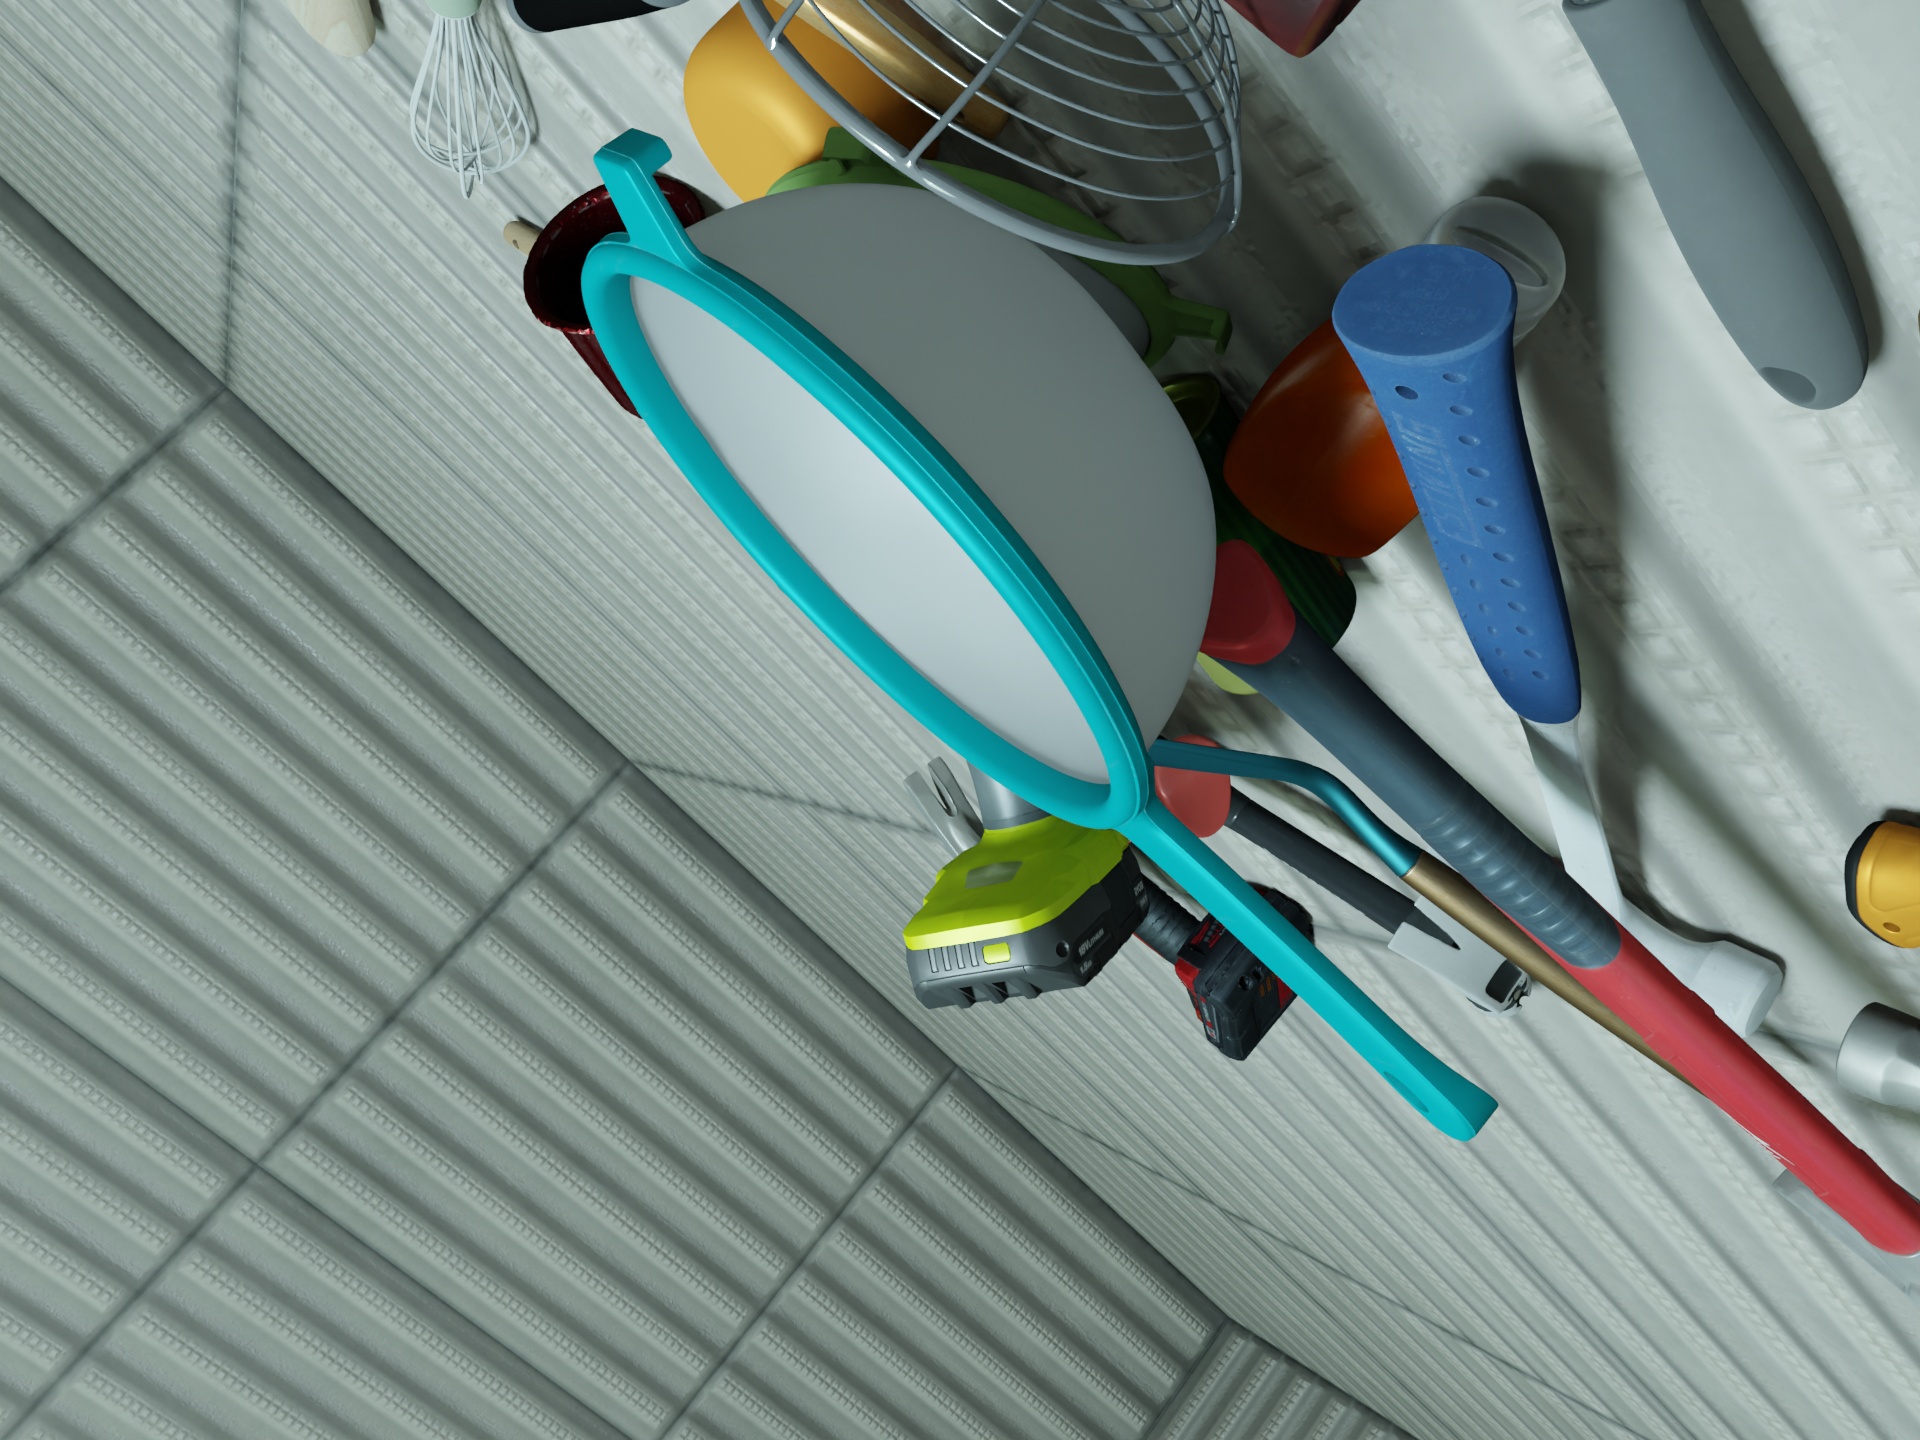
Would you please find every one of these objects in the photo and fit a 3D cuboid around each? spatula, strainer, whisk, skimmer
[{"bbox_3d":[0.199,0.082,0.652,0.317,0.044,0.082,35,172,0],"label":"spatula"},{"bbox_3d":[-0.028,-0.127,0.602,0.151,0.069,0.256,19,170,-24],"label":"strainer"},{"bbox_3d":[-0.224,-0.315,0.704,0.057,0.059,0.246,4,164,-12],"label":"whisk"},{"bbox_3d":[0.046,-0.030,0.449,0.340,0.095,0.211,44,169,0],"label":"strainer"},{"bbox_3d":[-0.063,-0.187,0.455,0.127,0.090,0.364,-4,-162,-34],"label":"skimmer"},{"bbox_3d":[0.135,-0.150,0.319,0.238,0.055,0.055,44,165,-29],"label":"whisk"}]

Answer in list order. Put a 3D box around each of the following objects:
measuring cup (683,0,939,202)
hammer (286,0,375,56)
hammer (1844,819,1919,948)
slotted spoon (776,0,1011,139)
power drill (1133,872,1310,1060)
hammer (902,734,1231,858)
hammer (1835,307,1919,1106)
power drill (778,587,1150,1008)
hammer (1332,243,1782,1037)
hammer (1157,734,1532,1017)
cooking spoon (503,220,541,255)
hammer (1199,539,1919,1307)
[{"bbox_3d":[-0.040,-0.188,0.597,0.095,0.052,0.173,25,156,44],"label":"measuring cup"},{"bbox_3d":[-0.265,-0.382,0.631,0.146,0.038,0.410,40,165,-5],"label":"hammer"},{"bbox_3d":[0.332,0.027,0.354,0.127,0.034,0.337,41,165,1],"label":"hammer"},{"bbox_3d":[-0.116,-0.281,0.503,0.313,0.031,0.070,33,165,-8],"label":"slotted spoon"},{"bbox_3d":[0.108,0.100,1.012,0.227,0.080,0.187,35,164,30],"label":"power drill"},{"bbox_3d":[0.055,0.053,0.867,0.149,0.037,0.359,55,162,3],"label":"hammer"},{"bbox_3d":[0.270,0.030,0.389,0.130,0.031,0.331,25,157,48],"label":"hammer"},{"bbox_3d":[-0.001,-0.002,0.665,0.080,0.190,0.228,-13,97,25],"label":"power drill"},{"bbox_3d":[0.186,-0.003,0.523,0.144,0.035,0.405,29,168,38],"label":"hammer"},{"bbox_3d":[0.133,0.041,0.817,0.335,0.035,0.146,34,-179,33],"label":"hammer"},{"bbox_3d":[-0.140,-0.205,0.853,0.319,0.017,0.068,33,151,25],"label":"cooking spoon"},{"bbox_3d":[0.215,0.077,0.549,0.386,0.038,0.143,41,-174,-10],"label":"hammer"}]
